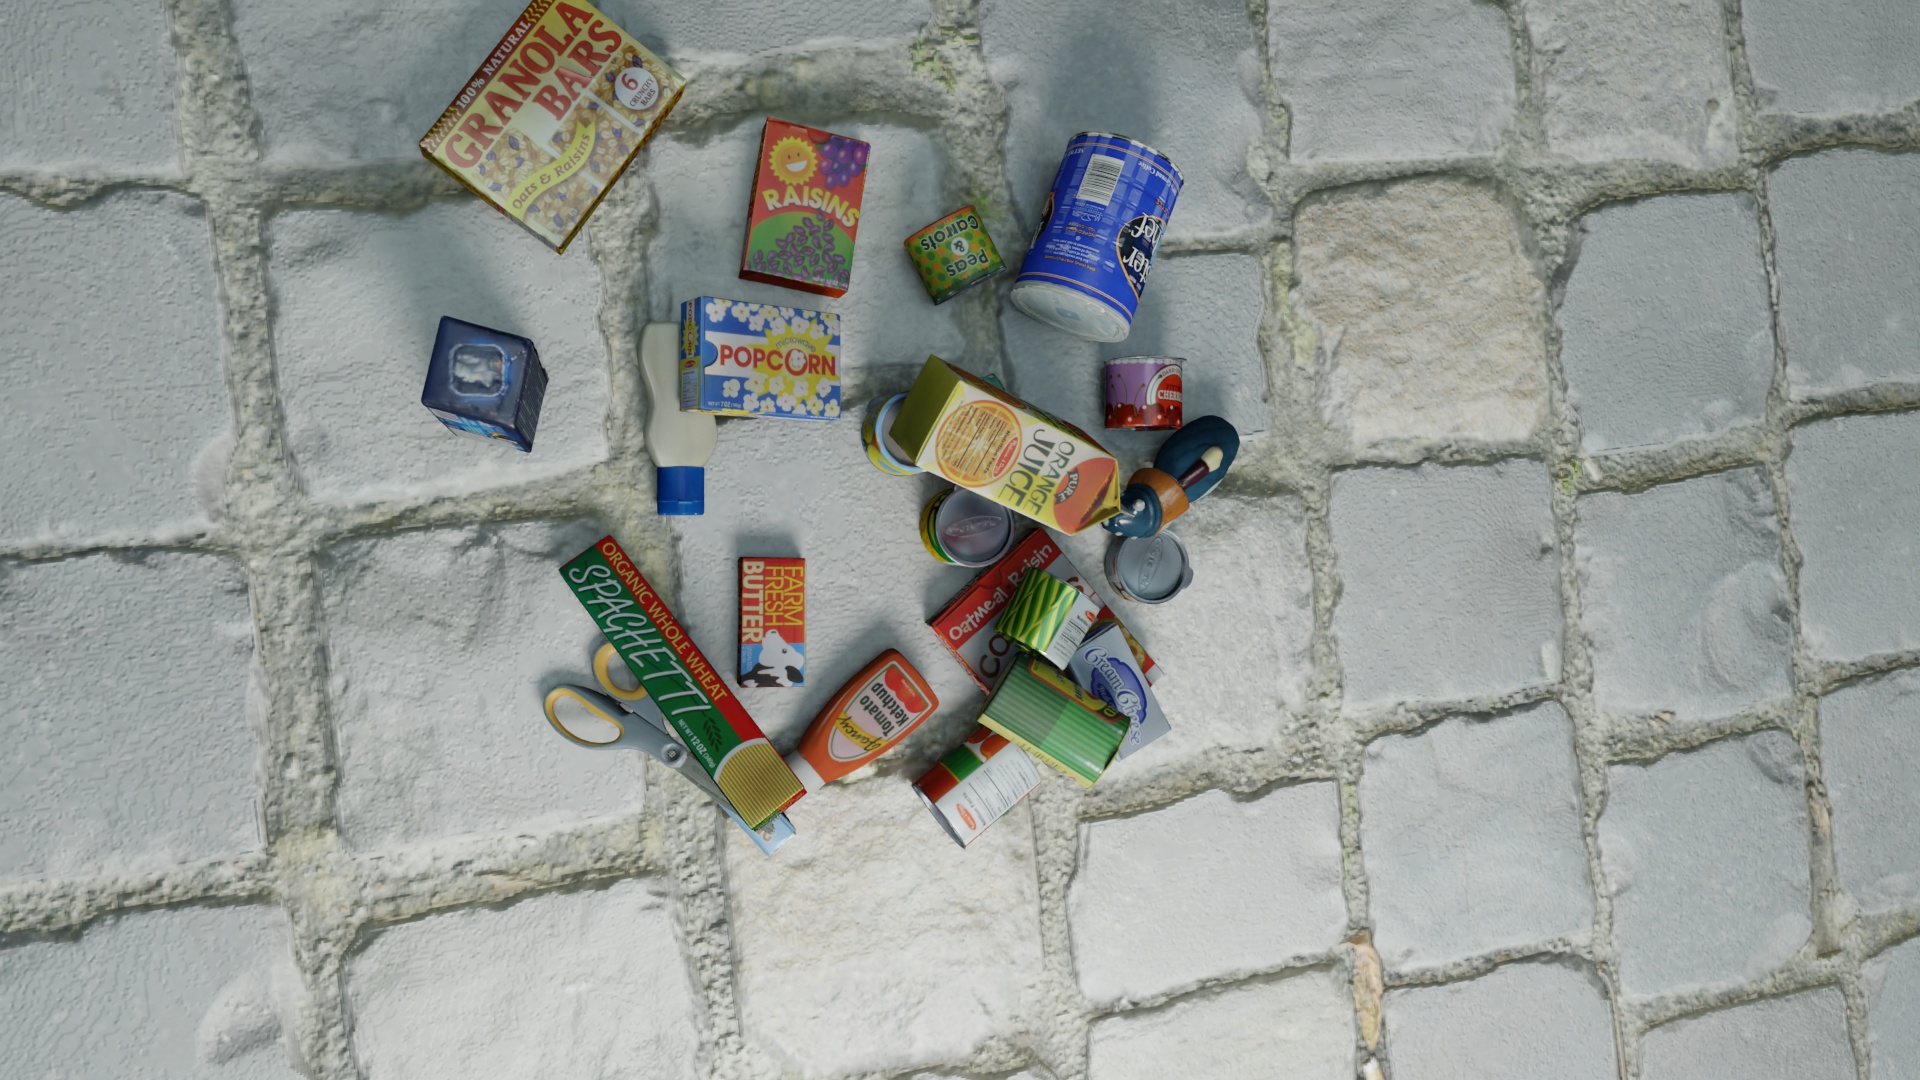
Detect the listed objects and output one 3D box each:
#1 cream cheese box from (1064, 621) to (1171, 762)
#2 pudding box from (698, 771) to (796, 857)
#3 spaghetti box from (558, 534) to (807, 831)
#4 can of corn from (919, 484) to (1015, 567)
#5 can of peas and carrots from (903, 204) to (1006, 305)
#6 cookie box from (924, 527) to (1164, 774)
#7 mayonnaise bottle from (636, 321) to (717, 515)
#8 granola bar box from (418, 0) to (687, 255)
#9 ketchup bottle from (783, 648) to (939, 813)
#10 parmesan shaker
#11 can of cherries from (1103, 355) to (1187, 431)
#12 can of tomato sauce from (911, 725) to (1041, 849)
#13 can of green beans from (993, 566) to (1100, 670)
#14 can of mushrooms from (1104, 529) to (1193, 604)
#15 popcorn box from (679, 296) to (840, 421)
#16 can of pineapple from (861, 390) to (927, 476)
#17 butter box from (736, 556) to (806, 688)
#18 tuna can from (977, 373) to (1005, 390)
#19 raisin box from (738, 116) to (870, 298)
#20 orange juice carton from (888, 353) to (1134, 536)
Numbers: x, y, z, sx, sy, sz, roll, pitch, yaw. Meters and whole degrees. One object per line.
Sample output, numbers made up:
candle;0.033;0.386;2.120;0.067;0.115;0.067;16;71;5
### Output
cream cheese box;0.125;0.124;1.135;0.053;0.024;0.103;-30;98;-15
pudding box;-0.167;0.202;1.079;0.030;0.049;0.083;-42;100;-11
spaghetti box;-0.210;0.104;1.038;0.050;0.028;0.250;-37;79;-13
can of corn;0.004;-0.014;1.127;0.071;0.058;0.071;0;89;-16
can of peas and carrots;-0.005;-0.231;1.122;0.071;0.071;0.058;-30;97;-14
cookie box;0.070;0.090;1.153;0.123;0.040;0.167;-42;100;-12
mayonnaise bottle;-0.217;-0.093;1.075;0.065;0.041;0.148;0;90;-22
granola bar box;-0.307;-0.320;1.054;0.124;0.039;0.166;36;80;-13
ketchup bottle;-0.091;0.155;1.105;0.149;0.043;0.064;-40;99;-12
parmesan shaker;0.073;0.139;1.085;0.103;0.071;0.071;32;81;0
can of cherries;0.156;-0.122;1.165;0.071;0.071;0.058;0;90;-16
can of tomato sauce;0.013;0.196;1.123;0.083;0.071;0.071;-38;99;-13
can of green beans;0.068;0.062;1.096;0.071;0.071;0.058;34;82;-13
can of mushrooms;0.160;0.022;1.183;0.071;0.033;0.071;0;88;-16
popcorn box;-0.153;-0.138;1.073;0.127;0.038;0.085;1;90;-40
can of pineapple;-0.044;-0.087;1.115;0.071;0.058;0.071;0;89;-16
butter box;-0.149;0.064;1.099;0.053;0.024;0.103;0;89;-16
tuna can;0.018;-0.098;1.127;0.033;0.071;0.071;-13;93;-14
raisin box;-0.125;-0.263;1.105;0.086;0.040;0.123;10;86;-15
orange juice carton;0.049;-0.065;1.074;0.192;0.072;0.073;23;103;-28
